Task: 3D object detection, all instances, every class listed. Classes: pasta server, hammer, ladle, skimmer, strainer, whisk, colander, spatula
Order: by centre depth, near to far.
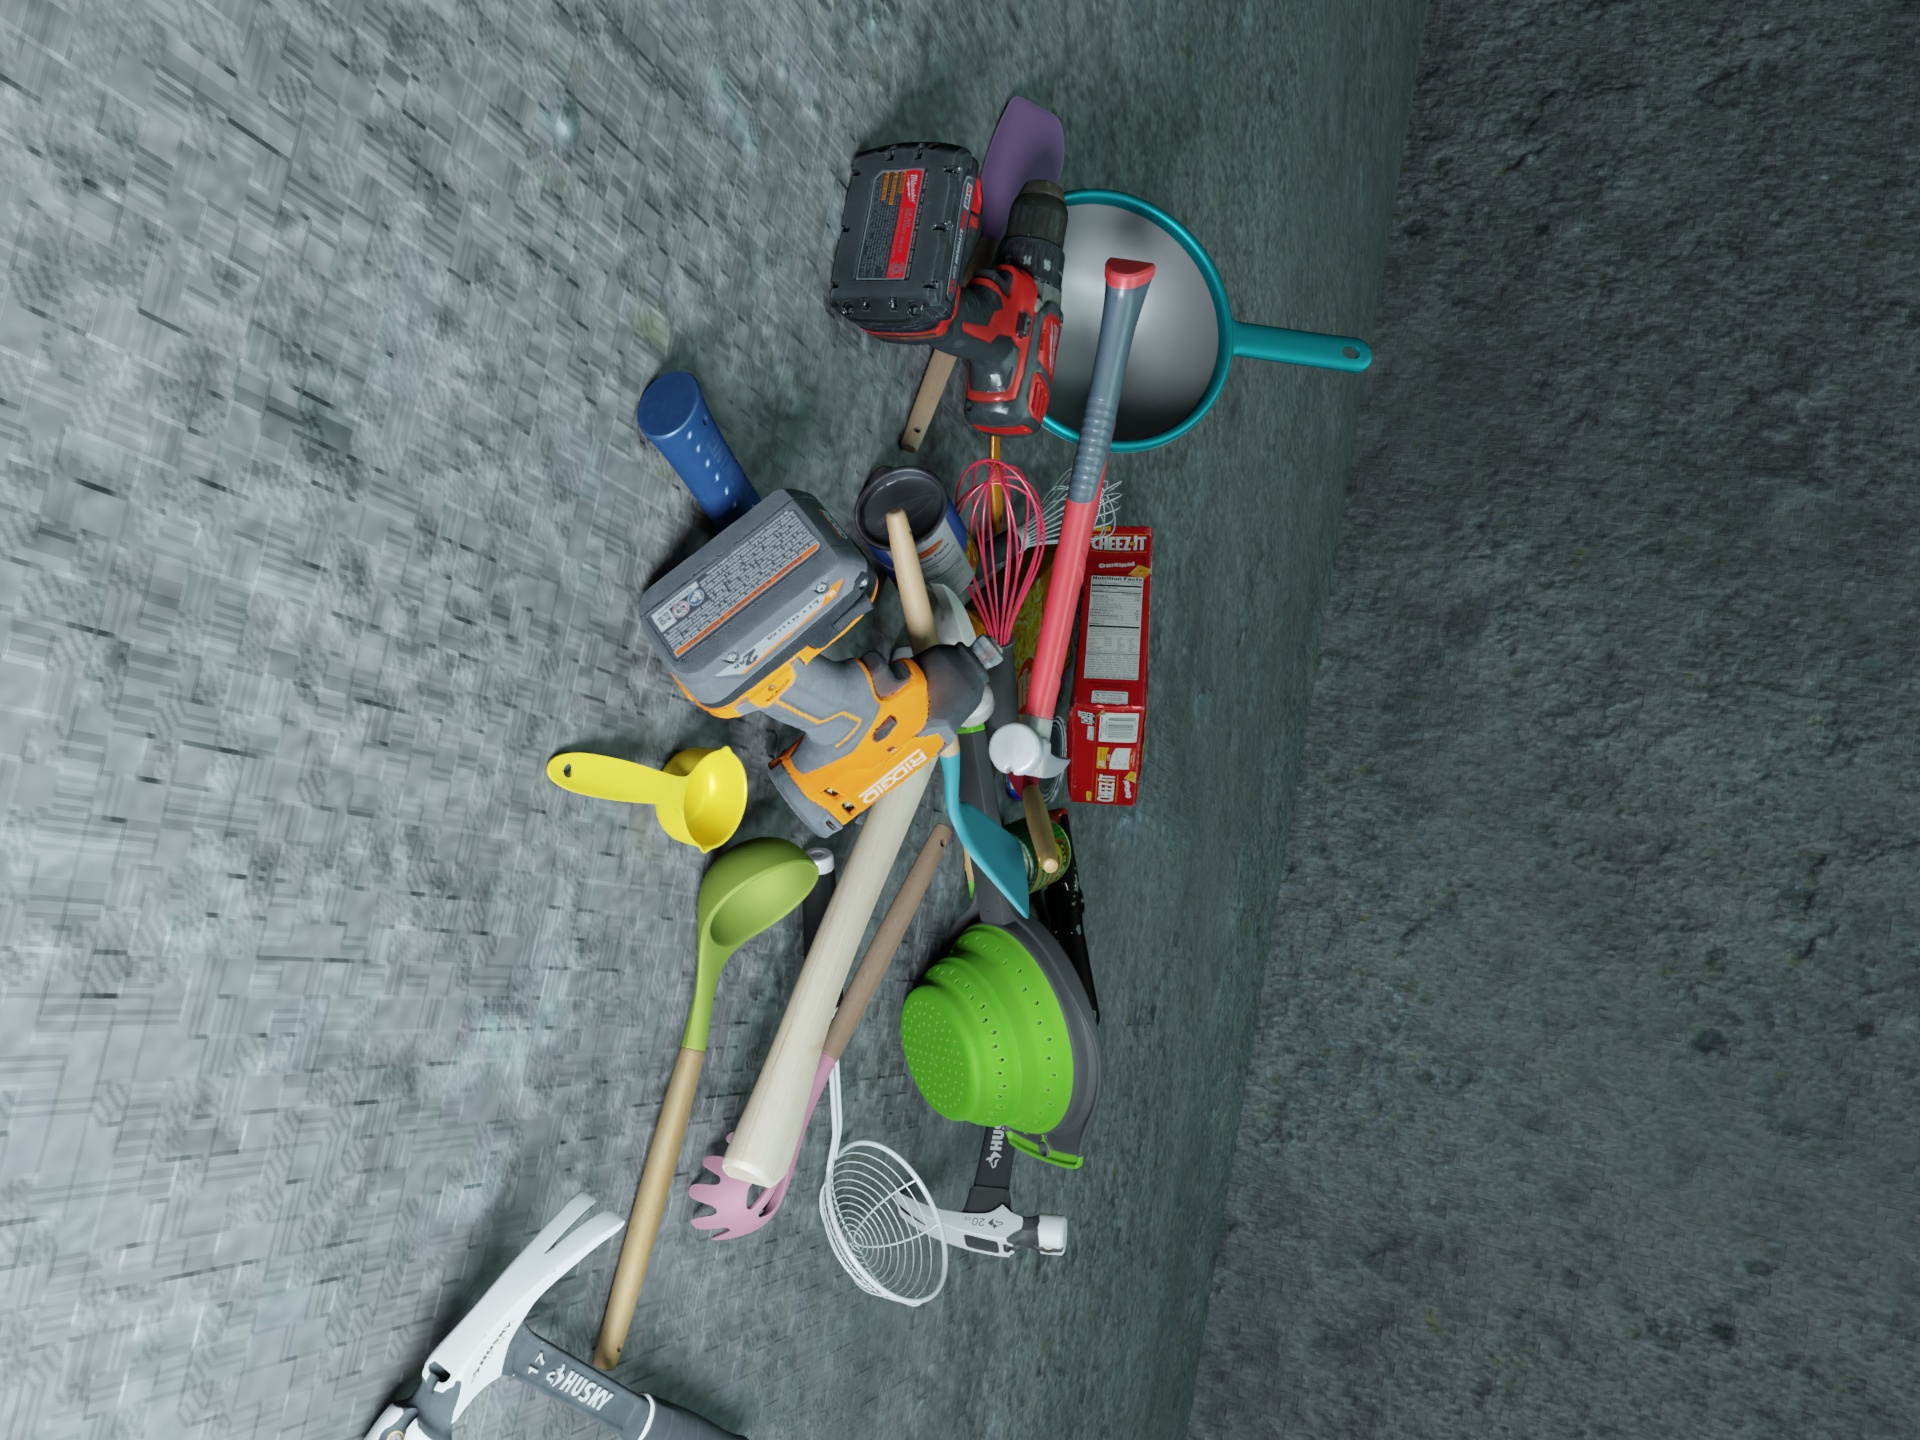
[{"bbox_3d":[-0.189,0.390,0.910,0.149,0.036,0.408,-54,152,-22],"label":"hammer"},{"bbox_3d":[-0.155,0.223,0.937,0.078,0.062,0.320,34,69,-65],"label":"ladle"},{"bbox_3d":[-0.100,-0.068,0.990,0.405,0.035,0.144,60,43,-59],"label":"hammer"},{"bbox_3d":[-0.067,0.099,1.039,0.146,0.038,0.411,68,36,-51],"label":"hammer"},{"bbox_3d":[-0.002,-0.003,1.062,0.082,0.044,0.317,-92,171,-55],"label":"spatula"},{"bbox_3d":[-0.083,0.200,1.065,0.060,0.040,0.316,51,55,-37],"label":"pasta server"},{"bbox_3d":[-0.061,0.256,1.141,0.127,0.090,0.363,-65,155,-64],"label":"skimmer"},{"bbox_3d":[0.015,-0.335,1.186,0.018,0.059,0.316,-32,-144,67],"label":"spatula"},{"bbox_3d":[0.091,-0.148,1.187,0.143,0.038,0.386,9,93,-75],"label":"hammer"},{"bbox_3d":[0.030,-0.079,1.234,0.295,0.073,0.073,88,22,-43],"label":"whisk"},{"bbox_3d":[0.003,0.176,1.273,0.094,0.204,0.397,-13,96,-32],"label":"colander"},{"bbox_3d":[0.058,0.065,1.280,0.315,0.031,0.069,-99,177,-76],"label":"ladle"},{"bbox_3d":[0.165,-0.304,1.293,0.095,0.340,0.211,160,-68,-70],"label":"strainer"},{"bbox_3d":[0.060,-0.160,1.337,0.284,0.070,0.070,-33,129,-52],"label":"whisk"},{"bbox_3d":[0.040,0.326,1.434,0.335,0.146,0.035,-75,162,-49],"label":"hammer"}]

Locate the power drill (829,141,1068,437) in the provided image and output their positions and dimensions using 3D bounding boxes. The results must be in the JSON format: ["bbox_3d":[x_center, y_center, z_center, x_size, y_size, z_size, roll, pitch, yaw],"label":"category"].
[{"bbox_3d":[0.010,-0.312,1.086,0.226,0.080,0.188,19,80,-62],"label":"power drill"}]

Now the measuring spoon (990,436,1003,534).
[{"bbox_3d":[0.033,-0.208,1.317,0.021,0.011,0.116,-49,143,-55],"label":"measuring spoon"}]

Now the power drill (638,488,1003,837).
[{"bbox_3d":[-0.068,-0.034,0.924,0.164,0.084,0.226,-38,147,-1],"label":"power drill"}]

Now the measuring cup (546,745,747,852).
[{"bbox_3d":[-0.175,0.035,0.865,0.156,0.029,0.062,18,82,-57],"label":"measuring cup"}]

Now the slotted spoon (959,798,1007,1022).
[{"bbox_3d":[0.014,0.110,1.344,0.031,0.070,0.313,-20,113,-40],"label":"slotted spoon"}]
